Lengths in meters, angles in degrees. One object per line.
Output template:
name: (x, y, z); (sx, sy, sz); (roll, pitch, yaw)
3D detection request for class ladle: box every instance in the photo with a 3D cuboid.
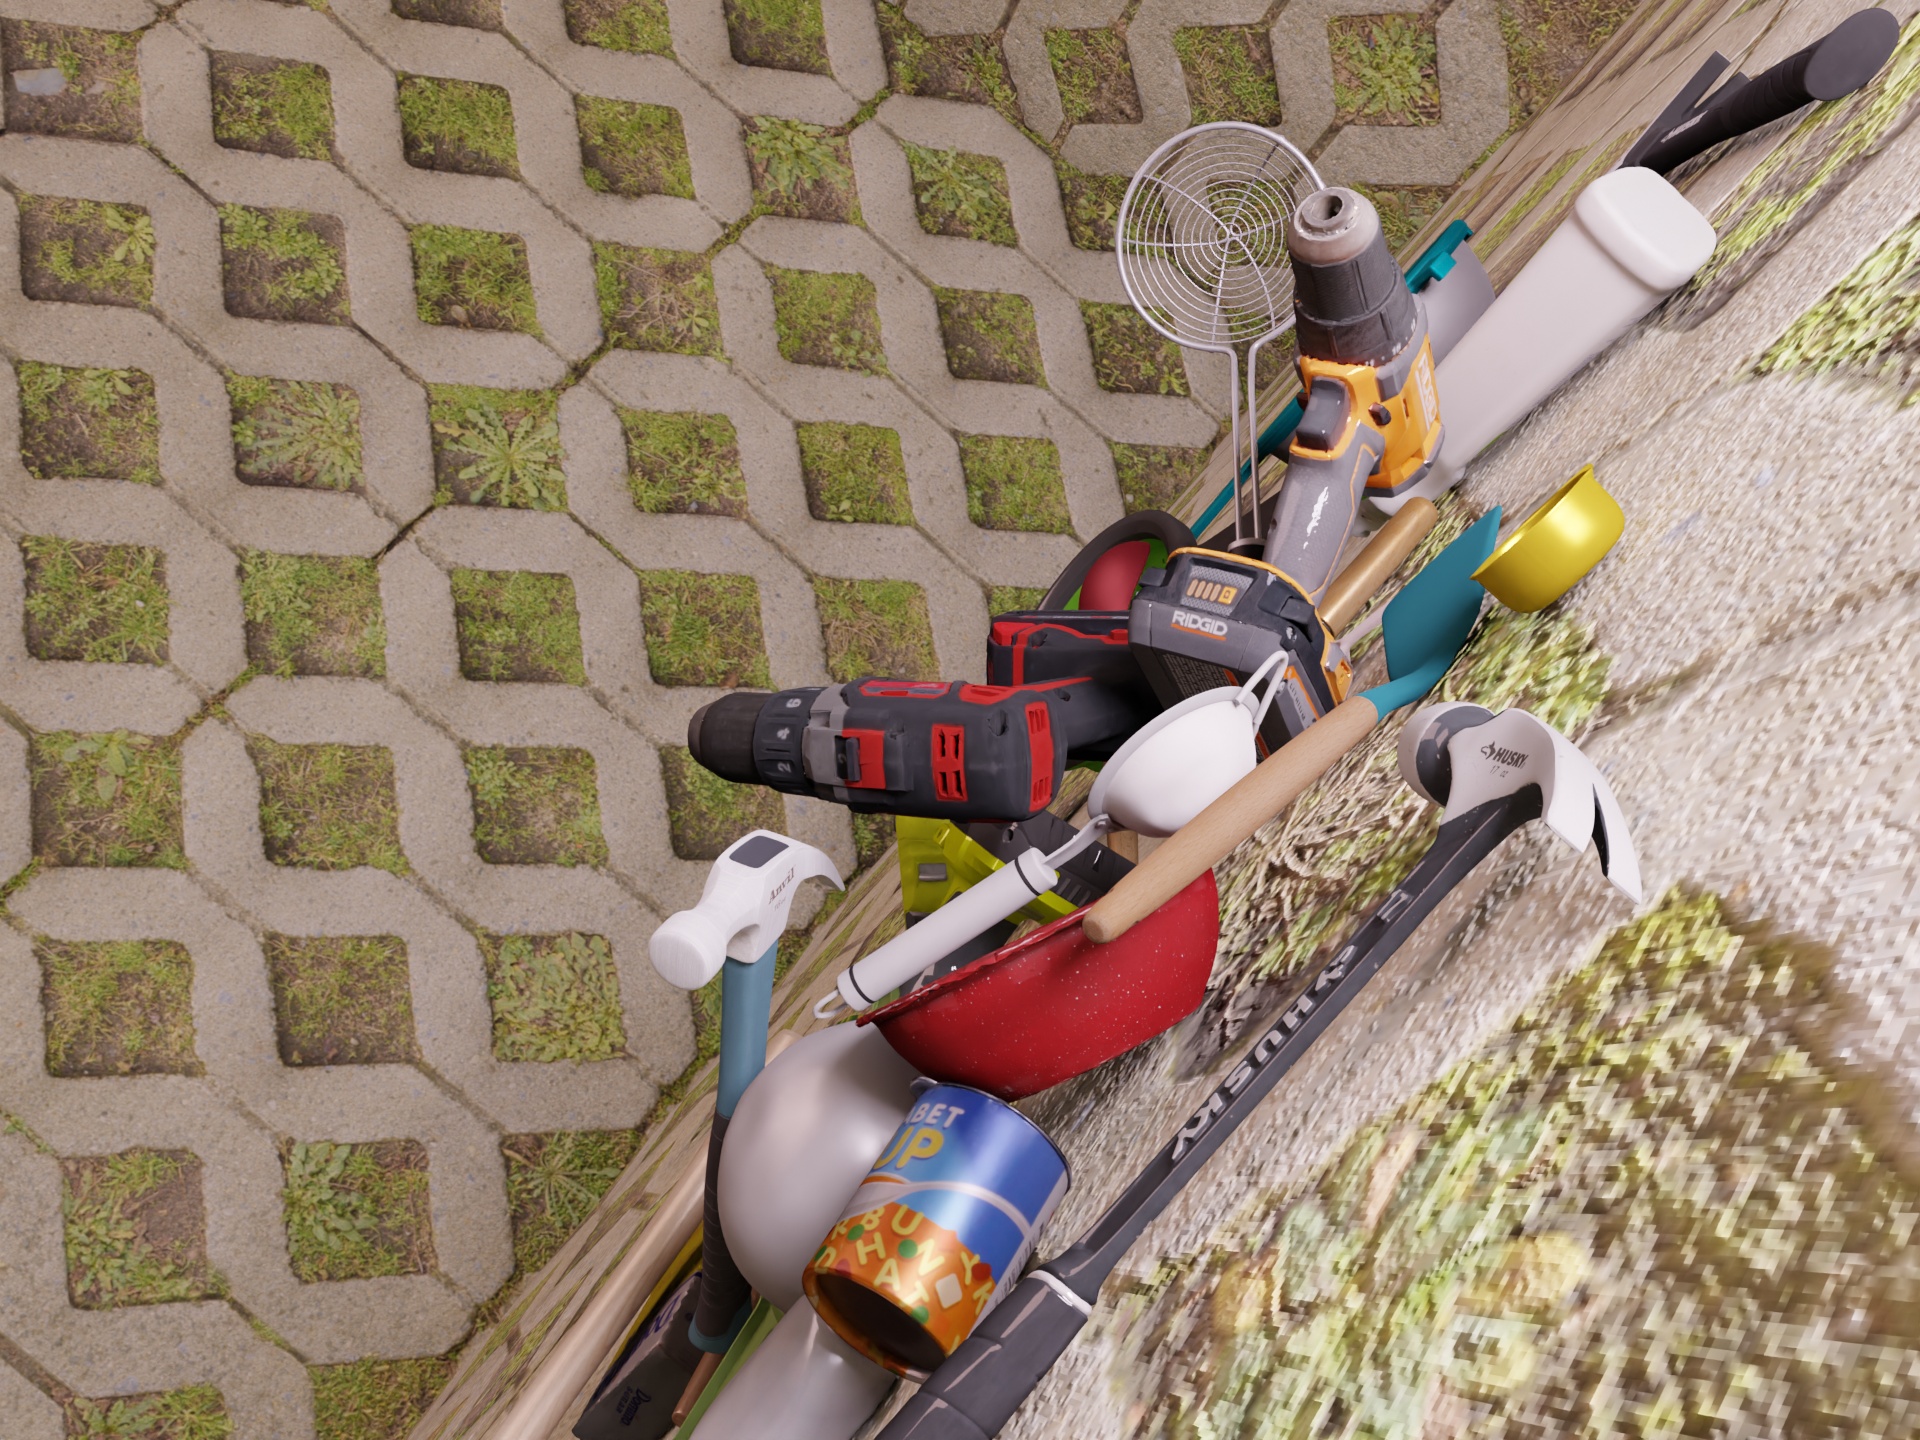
ladle: (0.090, -0.003, 0.920); (0.069, 0.031, 0.316); (-50, 24, 38)

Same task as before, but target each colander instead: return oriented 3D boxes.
colander: (0.159, -0.061, 1.007); (0.397, 0.094, 0.205); (-34, 33, 50)

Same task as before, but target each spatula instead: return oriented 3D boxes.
spatula: (-0.093, 0.293, 0.956); (0.316, 0.018, 0.059); (-54, -14, -57)
spatula: (0.137, 0.000, 0.628); (0.317, 0.044, 0.082); (-32, -12, -42)

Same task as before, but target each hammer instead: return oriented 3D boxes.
hammer: (-0.108, 0.193, 0.769); (0.128, 0.033, 0.330); (-49, -26, -53)
hammer: (0.042, 0.158, 0.467); (0.409, 0.036, 0.149); (-50, 3, 3)
hammer: (-0.207, 0.350, 0.907); (0.411, 0.038, 0.146); (-54, 4, -24)
hammer: (0.469, -0.368, 0.958); (0.146, 0.035, 0.335); (-50, 2, 10)

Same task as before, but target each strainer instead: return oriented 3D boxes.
strainer: (0.040, 0.062, 0.675); (0.258, 0.050, 0.086); (-35, -31, 14)
strainer: (0.275, -0.200, 1.160); (0.340, 0.095, 0.211); (-50, -1, 30)
strainer: (-0.091, 0.231, 0.691); (0.256, 0.069, 0.152); (-58, 23, 1)

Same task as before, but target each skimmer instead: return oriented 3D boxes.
skimmer: (0.150, -0.161, 0.876); (0.090, 0.127, 0.364); (48, -141, -58)

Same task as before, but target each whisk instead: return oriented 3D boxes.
whisk: (0.185, -0.040, 0.883); (0.245, 0.047, 0.051); (-46, -2, -13)

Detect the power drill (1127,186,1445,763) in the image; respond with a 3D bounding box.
power drill: (0.158, -0.113, 0.740); (0.226, 0.084, 0.185); (-63, -31, -16)

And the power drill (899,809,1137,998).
power drill: (-0.006, 0.146, 0.802); (0.223, 0.080, 0.171); (-59, 14, -1)

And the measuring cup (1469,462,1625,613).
measuring cup: (0.250, -0.080, 0.649); (0.062, 0.029, 0.156); (-48, -9, 33)

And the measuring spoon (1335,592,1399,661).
measuring spoon: (0.220, -0.050, 0.801); (0.124, 0.018, 0.034); (-41, 6, 25)

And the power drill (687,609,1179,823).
power drill: (-0.001, -0.002, 0.776); (0.188, 0.080, 0.226); (3, 11, 32)

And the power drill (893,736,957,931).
power drill: (0.003, 0.060, 1.204); (0.080, 0.190, 0.228); (-2, 12, 13)
